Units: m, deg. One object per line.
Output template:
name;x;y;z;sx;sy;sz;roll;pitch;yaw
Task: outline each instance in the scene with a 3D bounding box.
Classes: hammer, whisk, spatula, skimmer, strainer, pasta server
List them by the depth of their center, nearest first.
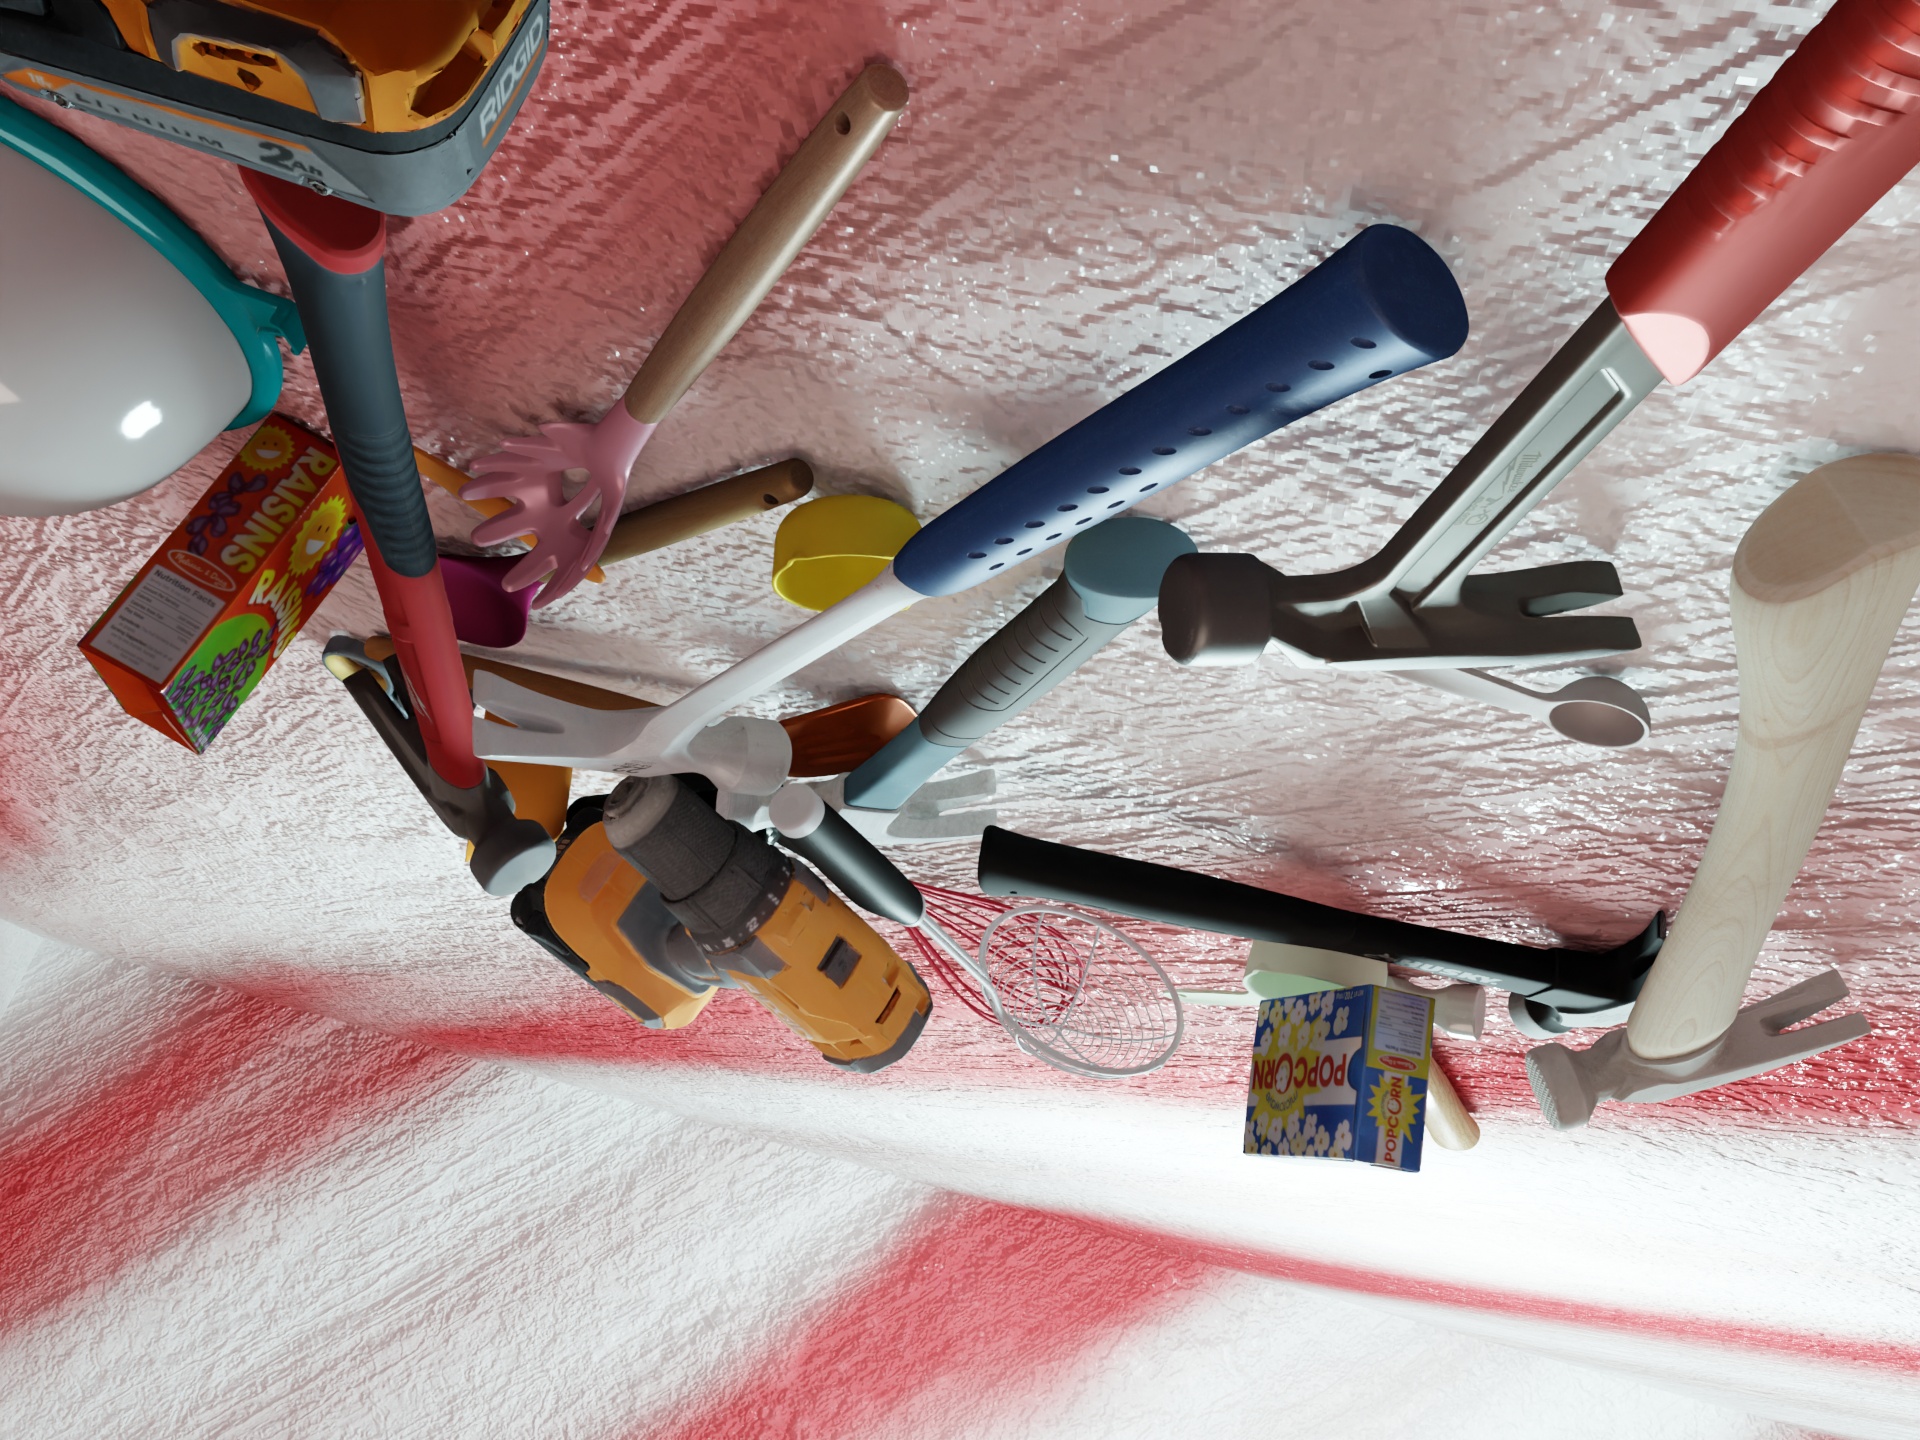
hammer;0.164;-0.099;0.311;0.149;0.037;0.359;-3;157;-15
pasta server;-0.098;-0.109;0.507;0.060;0.040;0.316;58;148;-4
hammer;-0.023;-0.044;0.519;0.144;0.035;0.405;8;158;-38
hammer;0.289;0.048;0.565;0.146;0.038;0.410;-18;145;4
hammer;-0.222;-0.073;0.612;0.143;0.038;0.386;48;153;20
strainer;-0.403;-0.125;0.614;0.210;0.095;0.340;31;153;-31
hammer;-0.001;-0.002;0.667;0.128;0.033;0.331;7;158;-21
hammer;0.171;0.097;0.763;0.334;0.035;0.146;12;158;-5
spatula;-0.170;-0.013;0.811;0.323;0.041;0.081;13;160;20
skimmer;0.020;0.097;0.811;0.127;0.090;0.362;54;-178;36
whisk;-0.034;0.107;0.955;0.295;0.073;0.073;36;152;-26
hammer;0.291;0.226;1.029;0.130;0.031;0.331;4;155;29

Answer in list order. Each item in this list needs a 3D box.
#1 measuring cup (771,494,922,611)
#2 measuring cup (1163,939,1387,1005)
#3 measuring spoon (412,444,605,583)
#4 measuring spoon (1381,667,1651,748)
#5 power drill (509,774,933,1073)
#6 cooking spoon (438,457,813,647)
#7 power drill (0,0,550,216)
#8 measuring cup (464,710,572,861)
measuring cup;-0.001;-0.073;0.549;0.156;0.029;0.062;-17;157;34
measuring cup;0.173;0.142;0.910;0.083;0.038;0.167;27;158;-24
measuring spoon;-0.195;-0.086;0.640;0.117;0.011;0.021;33;151;-11
measuring spoon;0.179;-0.019;0.557;0.124;0.018;0.034;19;159;13
power drill;-0.140;0.092;0.788;0.226;0.084;0.185;-2;139;51
cooking spoon;-0.164;-0.070;0.673;0.319;0.017;0.068;-8;137;47
power drill;-0.153;-0.205;0.266;0.164;0.084;0.226;18;154;-2
measuring cup;-0.254;0.032;0.927;0.052;0.095;0.174;8;-179;-14
